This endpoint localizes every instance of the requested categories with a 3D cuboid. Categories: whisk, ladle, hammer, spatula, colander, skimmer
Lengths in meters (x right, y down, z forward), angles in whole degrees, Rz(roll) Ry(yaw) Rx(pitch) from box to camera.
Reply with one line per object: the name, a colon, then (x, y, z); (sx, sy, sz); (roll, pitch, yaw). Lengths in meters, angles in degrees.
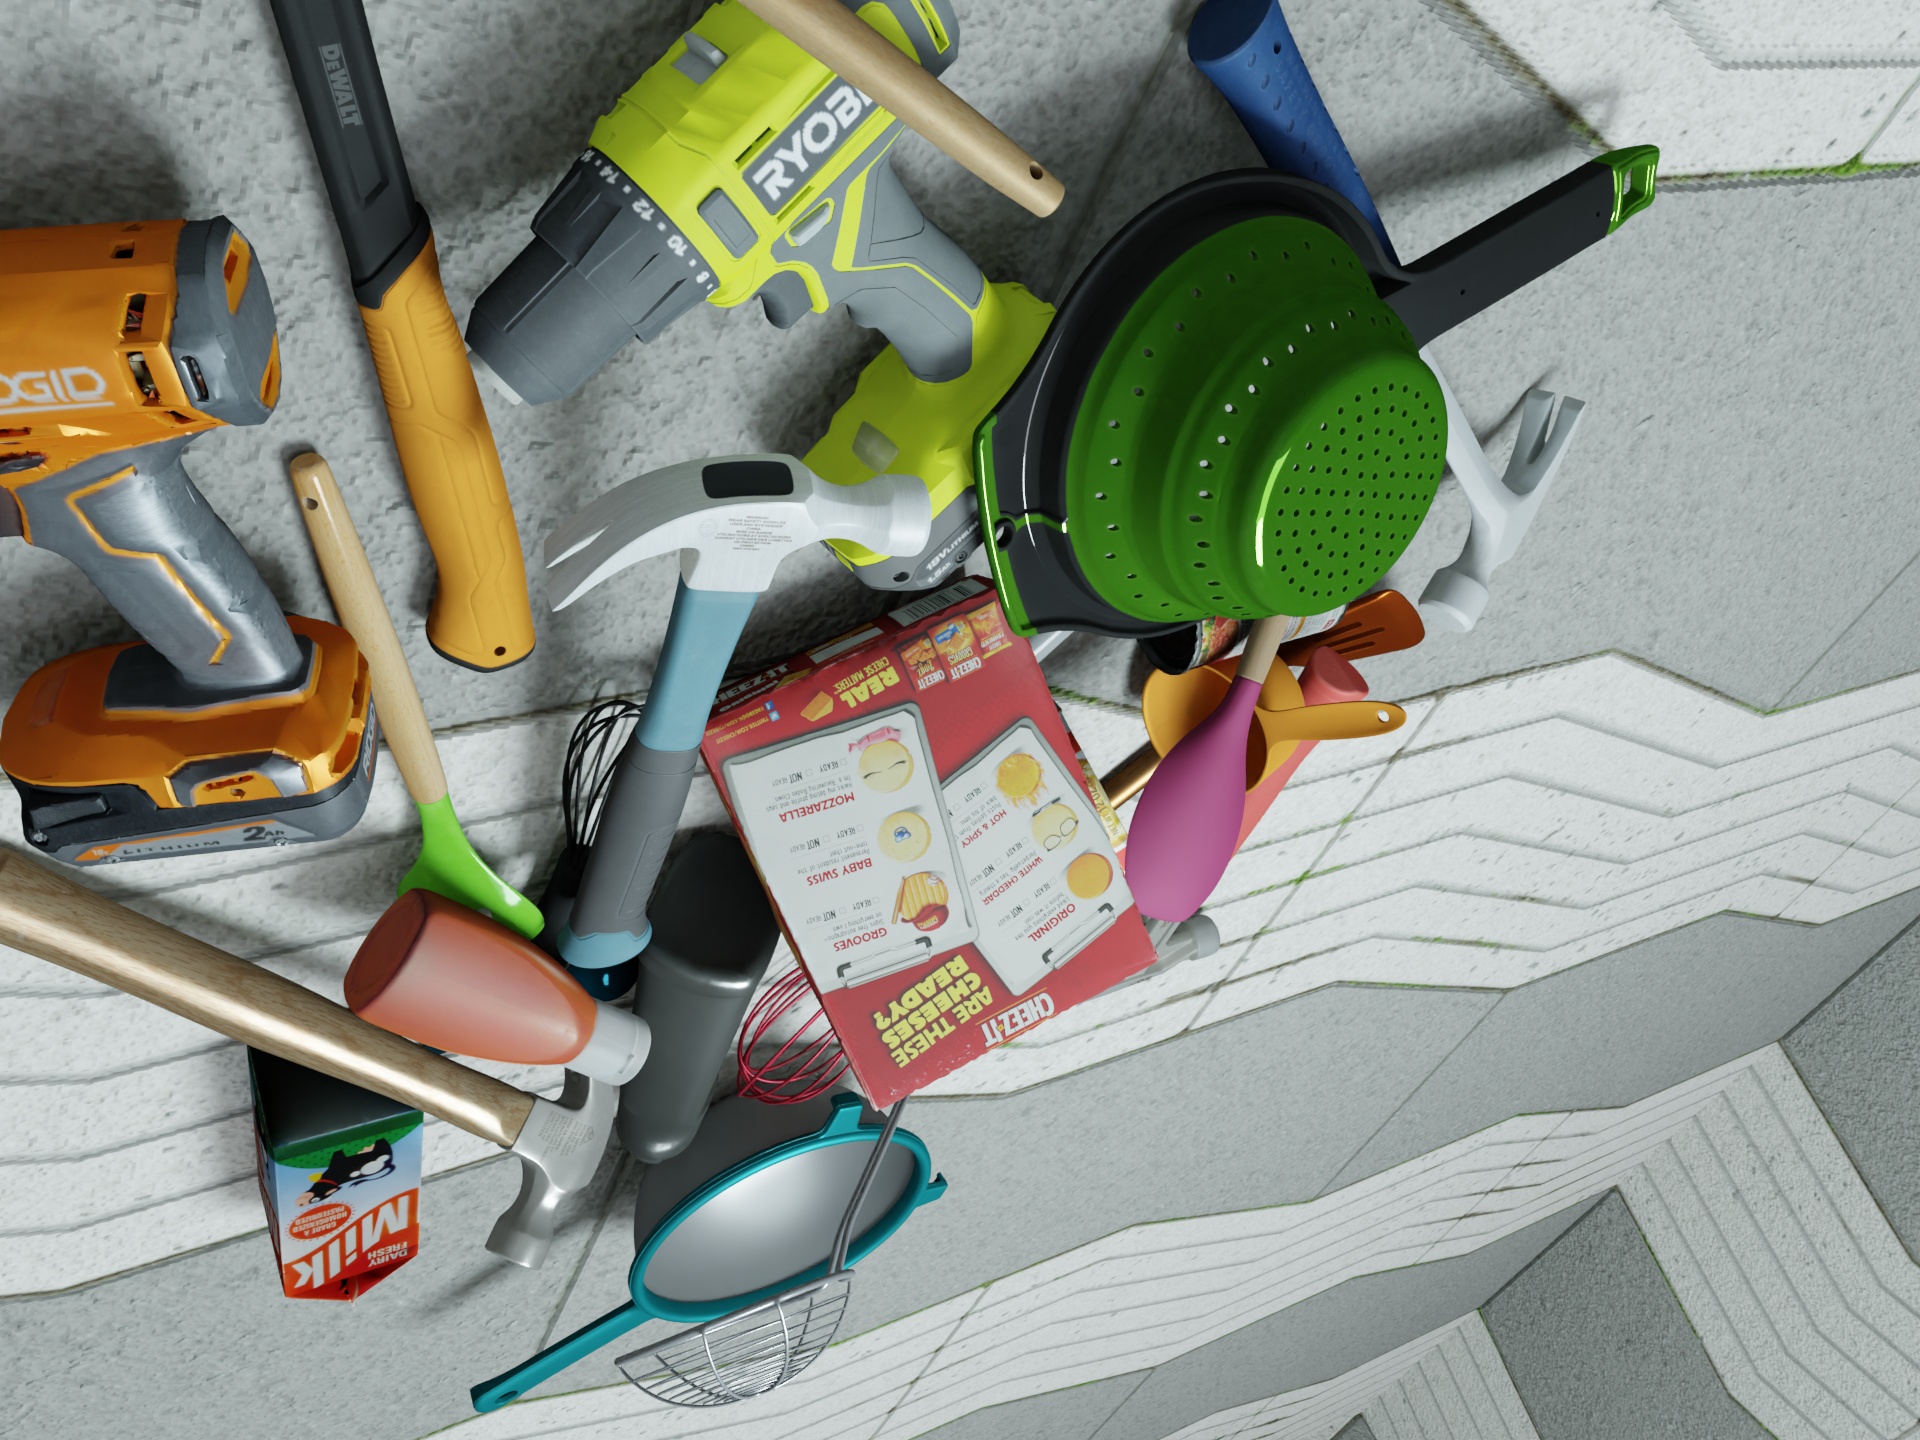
whisk: (-0.035, 0.127, 0.963); (0.296, 0.073, 0.073); (-46, 143, 9)
ladle: (-0.082, -0.231, 0.429); (0.319, 0.078, 0.062); (26, 159, -33)
hammer: (0.211, -0.193, 0.762); (0.144, 0.035, 0.405); (-58, 139, -6)
whisk: (-0.189, 0.073, 0.790); (0.055, 0.055, 0.238); (-3, 139, -35)
spatula: (0.139, 0.021, 0.984); (0.322, 0.041, 0.081); (-39, 146, 10)
hammer: (-0.123, 0.014, 0.664); (0.128, 0.033, 0.330); (2, 143, -23)
hammer: (-0.182, -0.141, 0.548); (0.127, 0.034, 0.336); (-18, 143, -18)
hammer: (0.162, 0.079, 1.039); (0.149, 0.037, 0.358); (-13, 148, -26)
colander: (0.192, -0.149, 0.669); (0.397, 0.095, 0.204); (-32, 134, -20)
hammer: (-0.294, 0.145, 0.739); (0.331, 0.031, 0.130); (40, 65, -39)
skimmer: (-0.070, 0.232, 0.916); (0.090, 0.363, 0.127); (42, 132, -12)

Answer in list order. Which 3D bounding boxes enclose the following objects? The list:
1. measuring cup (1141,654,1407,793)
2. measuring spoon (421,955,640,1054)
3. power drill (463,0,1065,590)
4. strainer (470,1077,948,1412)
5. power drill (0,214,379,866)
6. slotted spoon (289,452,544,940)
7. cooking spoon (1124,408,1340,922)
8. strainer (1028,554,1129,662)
measuring cup: (0.181, -0.008, 0.877); (0.052, 0.174, 0.095); (-34, 109, -38)
measuring spoon: (-0.235, 0.162, 0.879); (0.128, 0.021, 0.042); (-25, 144, -13)
power drill: (-0.054, -0.145, 0.584); (0.190, 0.080, 0.228); (-46, 145, -1)
strainer: (-0.187, 0.338, 1.068); (0.340, 0.095, 0.210); (-31, 143, 0)
power drill: (-0.292, -0.053, 0.523); (0.164, 0.084, 0.226); (-6, 135, -8)
slotted spoon: (-0.239, 0.014, 0.691); (0.070, 0.031, 0.313); (4, 136, 4)
cooking spoon: (0.157, -0.045, 0.818); (0.068, 0.017, 0.319); (18, 94, -27)
strainer: (-0.001, -0.003, 0.840); (0.258, 0.087, 0.050); (-42, 177, 0)
